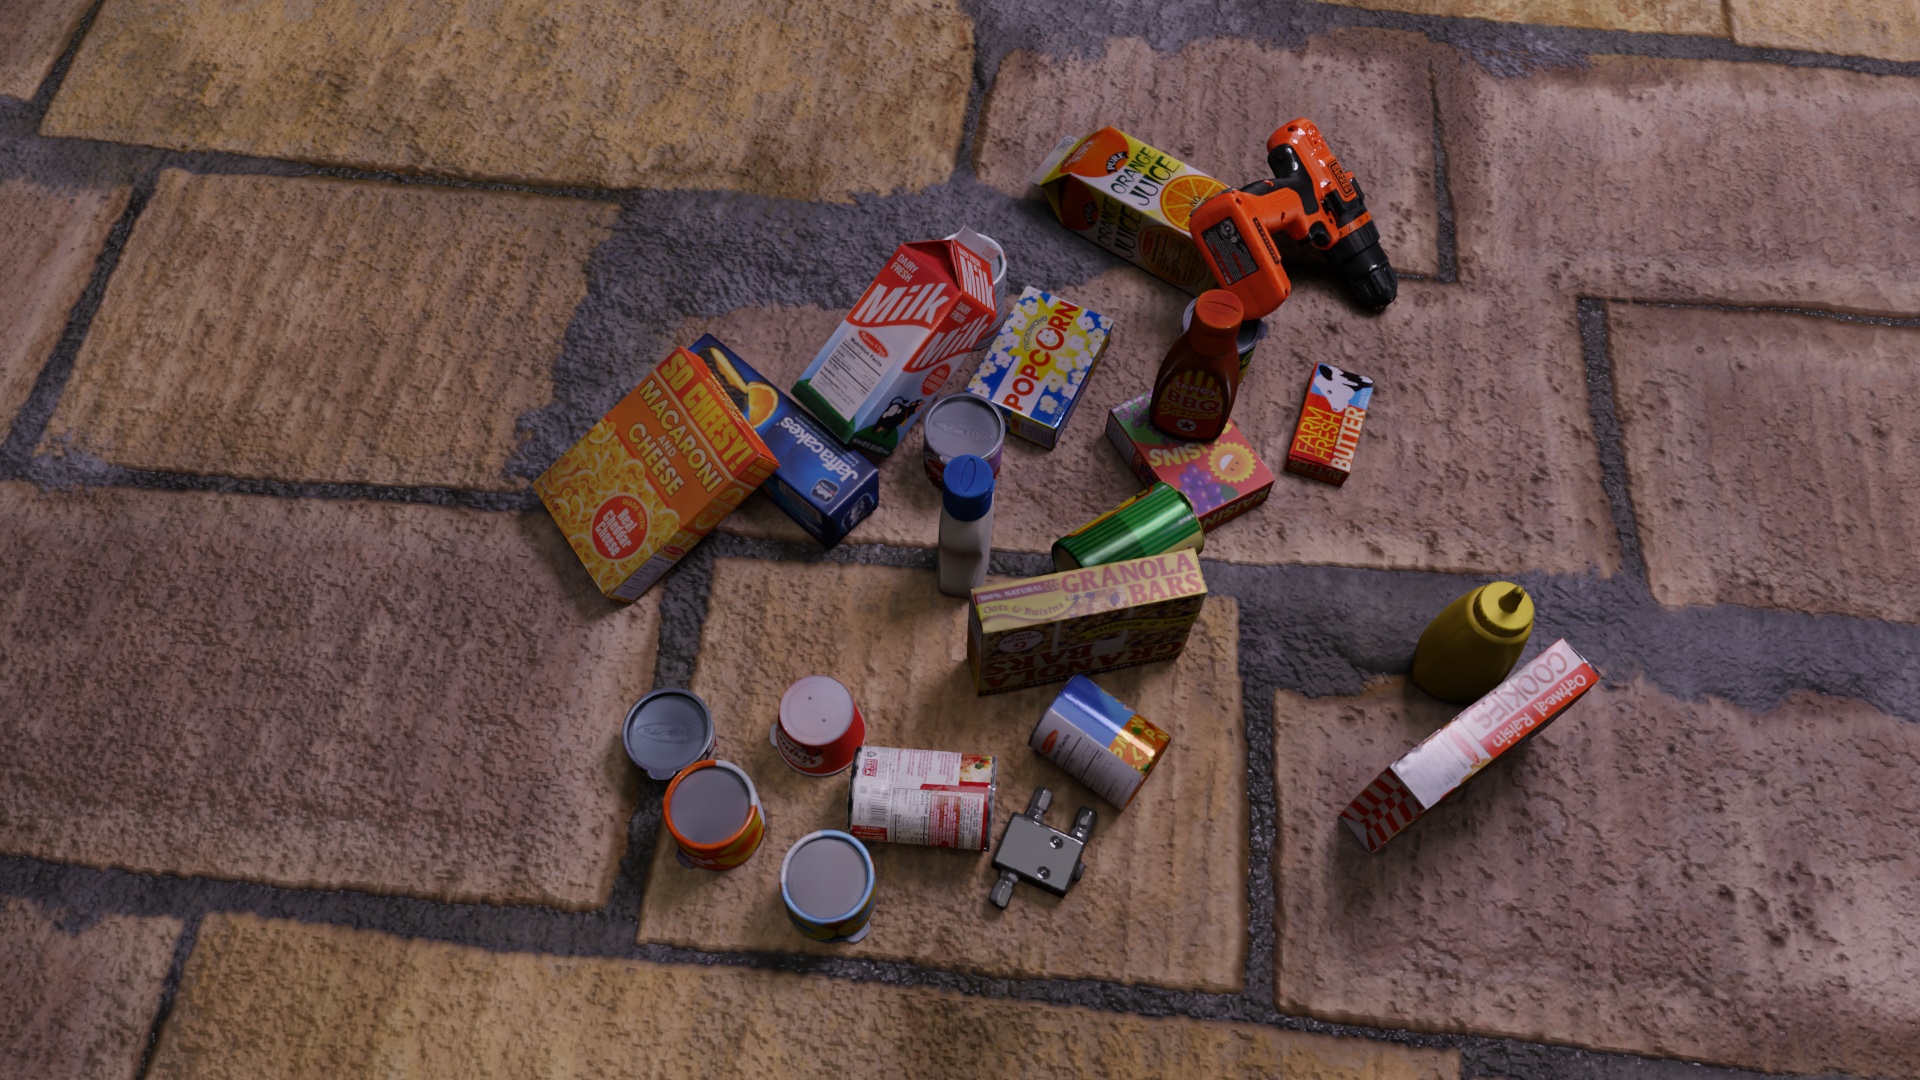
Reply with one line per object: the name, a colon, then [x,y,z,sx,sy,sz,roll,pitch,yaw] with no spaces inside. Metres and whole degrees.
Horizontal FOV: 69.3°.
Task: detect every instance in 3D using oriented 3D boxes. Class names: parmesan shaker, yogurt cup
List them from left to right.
yogurt cup: [-0.105,0.134,1.025,0.072,0.053,0.073,1,62,-2]
parmesan shaker: [0.130,0.005,1.089,0.103,0.071,0.071,-29,67,-15]

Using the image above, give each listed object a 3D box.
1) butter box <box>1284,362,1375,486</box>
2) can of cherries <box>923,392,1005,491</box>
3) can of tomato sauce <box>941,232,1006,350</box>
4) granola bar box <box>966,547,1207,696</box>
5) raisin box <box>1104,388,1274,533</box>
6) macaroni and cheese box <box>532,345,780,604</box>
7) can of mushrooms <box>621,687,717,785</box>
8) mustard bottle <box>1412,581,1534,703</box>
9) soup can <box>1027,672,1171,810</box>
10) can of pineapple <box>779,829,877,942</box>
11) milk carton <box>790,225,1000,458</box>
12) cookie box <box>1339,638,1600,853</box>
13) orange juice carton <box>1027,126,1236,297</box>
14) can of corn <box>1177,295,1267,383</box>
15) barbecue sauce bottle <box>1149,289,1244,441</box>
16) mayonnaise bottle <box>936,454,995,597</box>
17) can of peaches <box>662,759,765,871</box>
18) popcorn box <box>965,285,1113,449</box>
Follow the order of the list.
butter box: [0.312,-0.099,1.175,0.053,0.024,0.104,19,63,8]
can of cherries: [0.001,-0.076,1.137,0.071,0.058,0.072,1,63,-2]
can of tomato sauce: [0.004,-0.215,1.195,0.071,0.082,0.071,1,62,-1]
granola bar box: [0.090,0.063,1.028,0.166,0.123,0.039,-10,64,-7]
raisin box: [0.188,-0.070,1.149,0.086,0.040,0.124,-25,64,-15]
macaroni and cheese box: [-0.239,-0.052,1.090,0.166,0.040,0.124,-41,69,8]
can of mushrooms: [-0.215,0.147,1.027,0.071,0.033,0.071,1,62,-2]
mustard bottle: [0.381,0.069,1.013,0.065,0.159,0.049,21,63,8]
soup can: [0.104,0.145,1.019,0.084,0.071,0.071,34,67,15]
can of pineapple: [-0.090,0.242,0.966,0.071,0.057,0.071,1,62,-1]
milk carton: [-0.041,-0.165,1.111,0.073,0.072,0.190,43,102,23]
cookie box: [0.361,0.149,0.990,0.168,0.122,0.040,-31,68,-16]
orange juice carton: [0.159,-0.304,1.252,0.193,0.072,0.072,32,65,14]
can of corn: [0.222,-0.168,1.190,0.071,0.058,0.071,1,62,-1]
barbecue sauce bottle: [0.187,-0.135,1.077,0.065,0.147,0.044,15,62,6]
mayonnaise bottle: [0.004,-0.013,1.052,0.041,0.147,0.065,11,63,4]
can of peaches: [-0.176,0.197,0.987,0.071,0.057,0.071,1,62,-2]
popcorn box: [0.067,-0.149,1.187,0.085,0.038,0.127,24,64,11]
